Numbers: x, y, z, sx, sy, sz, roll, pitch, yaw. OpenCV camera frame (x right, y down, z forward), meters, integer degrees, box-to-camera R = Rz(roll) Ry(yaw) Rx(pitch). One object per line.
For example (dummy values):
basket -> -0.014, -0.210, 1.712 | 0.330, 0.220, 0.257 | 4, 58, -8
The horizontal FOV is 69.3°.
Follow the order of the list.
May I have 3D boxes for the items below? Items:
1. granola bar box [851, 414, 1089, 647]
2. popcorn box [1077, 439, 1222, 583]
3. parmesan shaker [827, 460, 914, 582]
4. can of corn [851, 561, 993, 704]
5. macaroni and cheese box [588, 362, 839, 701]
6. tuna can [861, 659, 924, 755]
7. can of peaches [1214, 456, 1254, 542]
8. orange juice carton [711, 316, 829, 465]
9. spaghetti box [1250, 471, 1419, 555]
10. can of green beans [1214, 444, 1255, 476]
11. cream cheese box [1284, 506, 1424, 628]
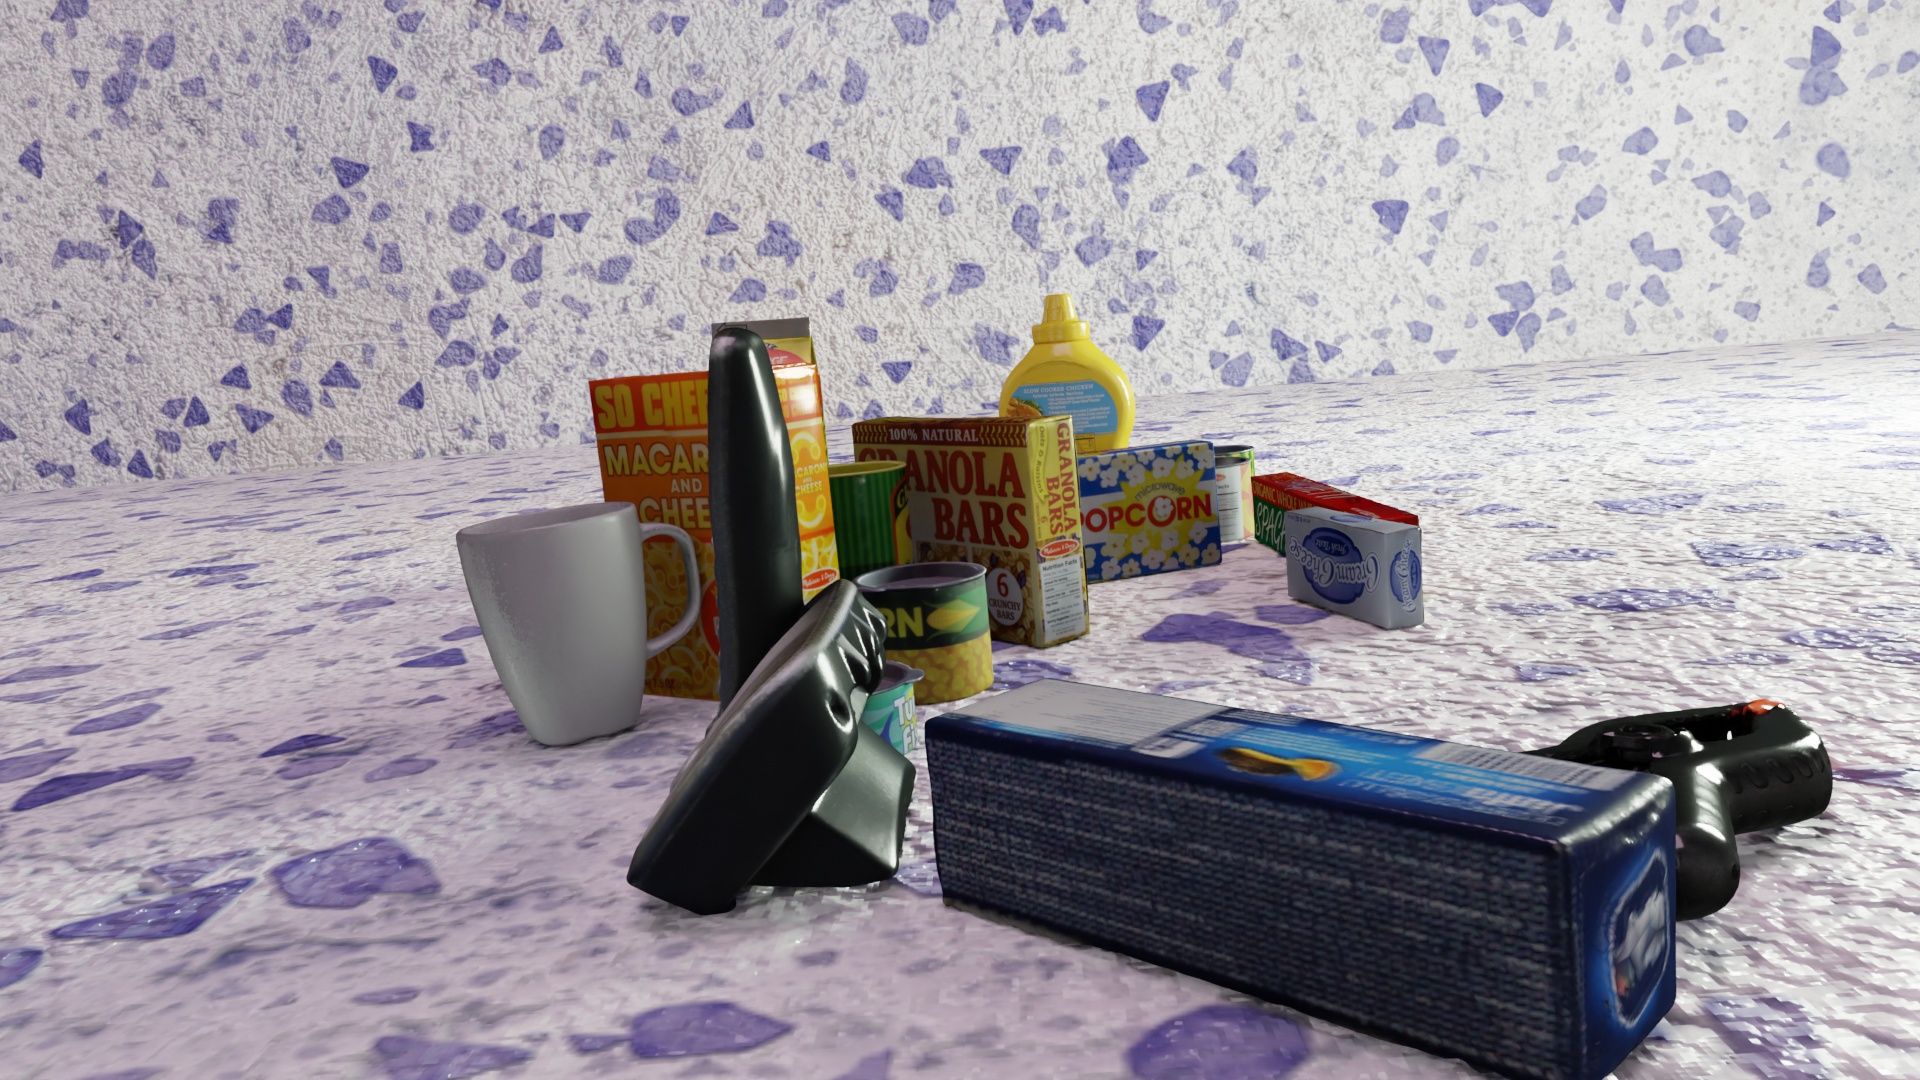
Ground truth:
granola bar box -> 0.003, -0.010, 0.811 | 0.039, 0.124, 0.165 | -12, 11, -38
popcorn box -> 0.110, -0.019, 0.934 | 0.127, 0.085, 0.038 | -8, 9, -17
parmesan shaker -> -0.060, 0.009, 0.791 | 0.071, 0.103, 0.071 | -5, 9, 1
can of corn -> -0.020, 0.045, 0.685 | 0.071, 0.058, 0.071 | -5, 9, 1
macaroni and cheese box -> -0.123, -0.004, 0.706 | 0.123, 0.166, 0.040 | 0, 10, 32
tuna can -> -0.049, 0.075, 0.599 | 0.071, 0.032, 0.071 | -5, 9, 1
can of peaches -> 0.189, -0.032, 1.054 | 0.071, 0.058, 0.071 | -5, 9, 1
orange juice carton -> -0.132, -0.062, 0.992 | 0.072, 0.192, 0.073 | -5, 8, -1
spaghetti box -> 0.236, -0.007, 0.899 | 0.029, 0.050, 0.250 | -6, 9, -4
can of green beans -> 0.207, -0.045, 1.131 | 0.071, 0.057, 0.071 | -5, 9, 1
cream cheese box -> 0.216, 0.014, 0.769 | 0.024, 0.053, 0.104 | -8, 9, -16
